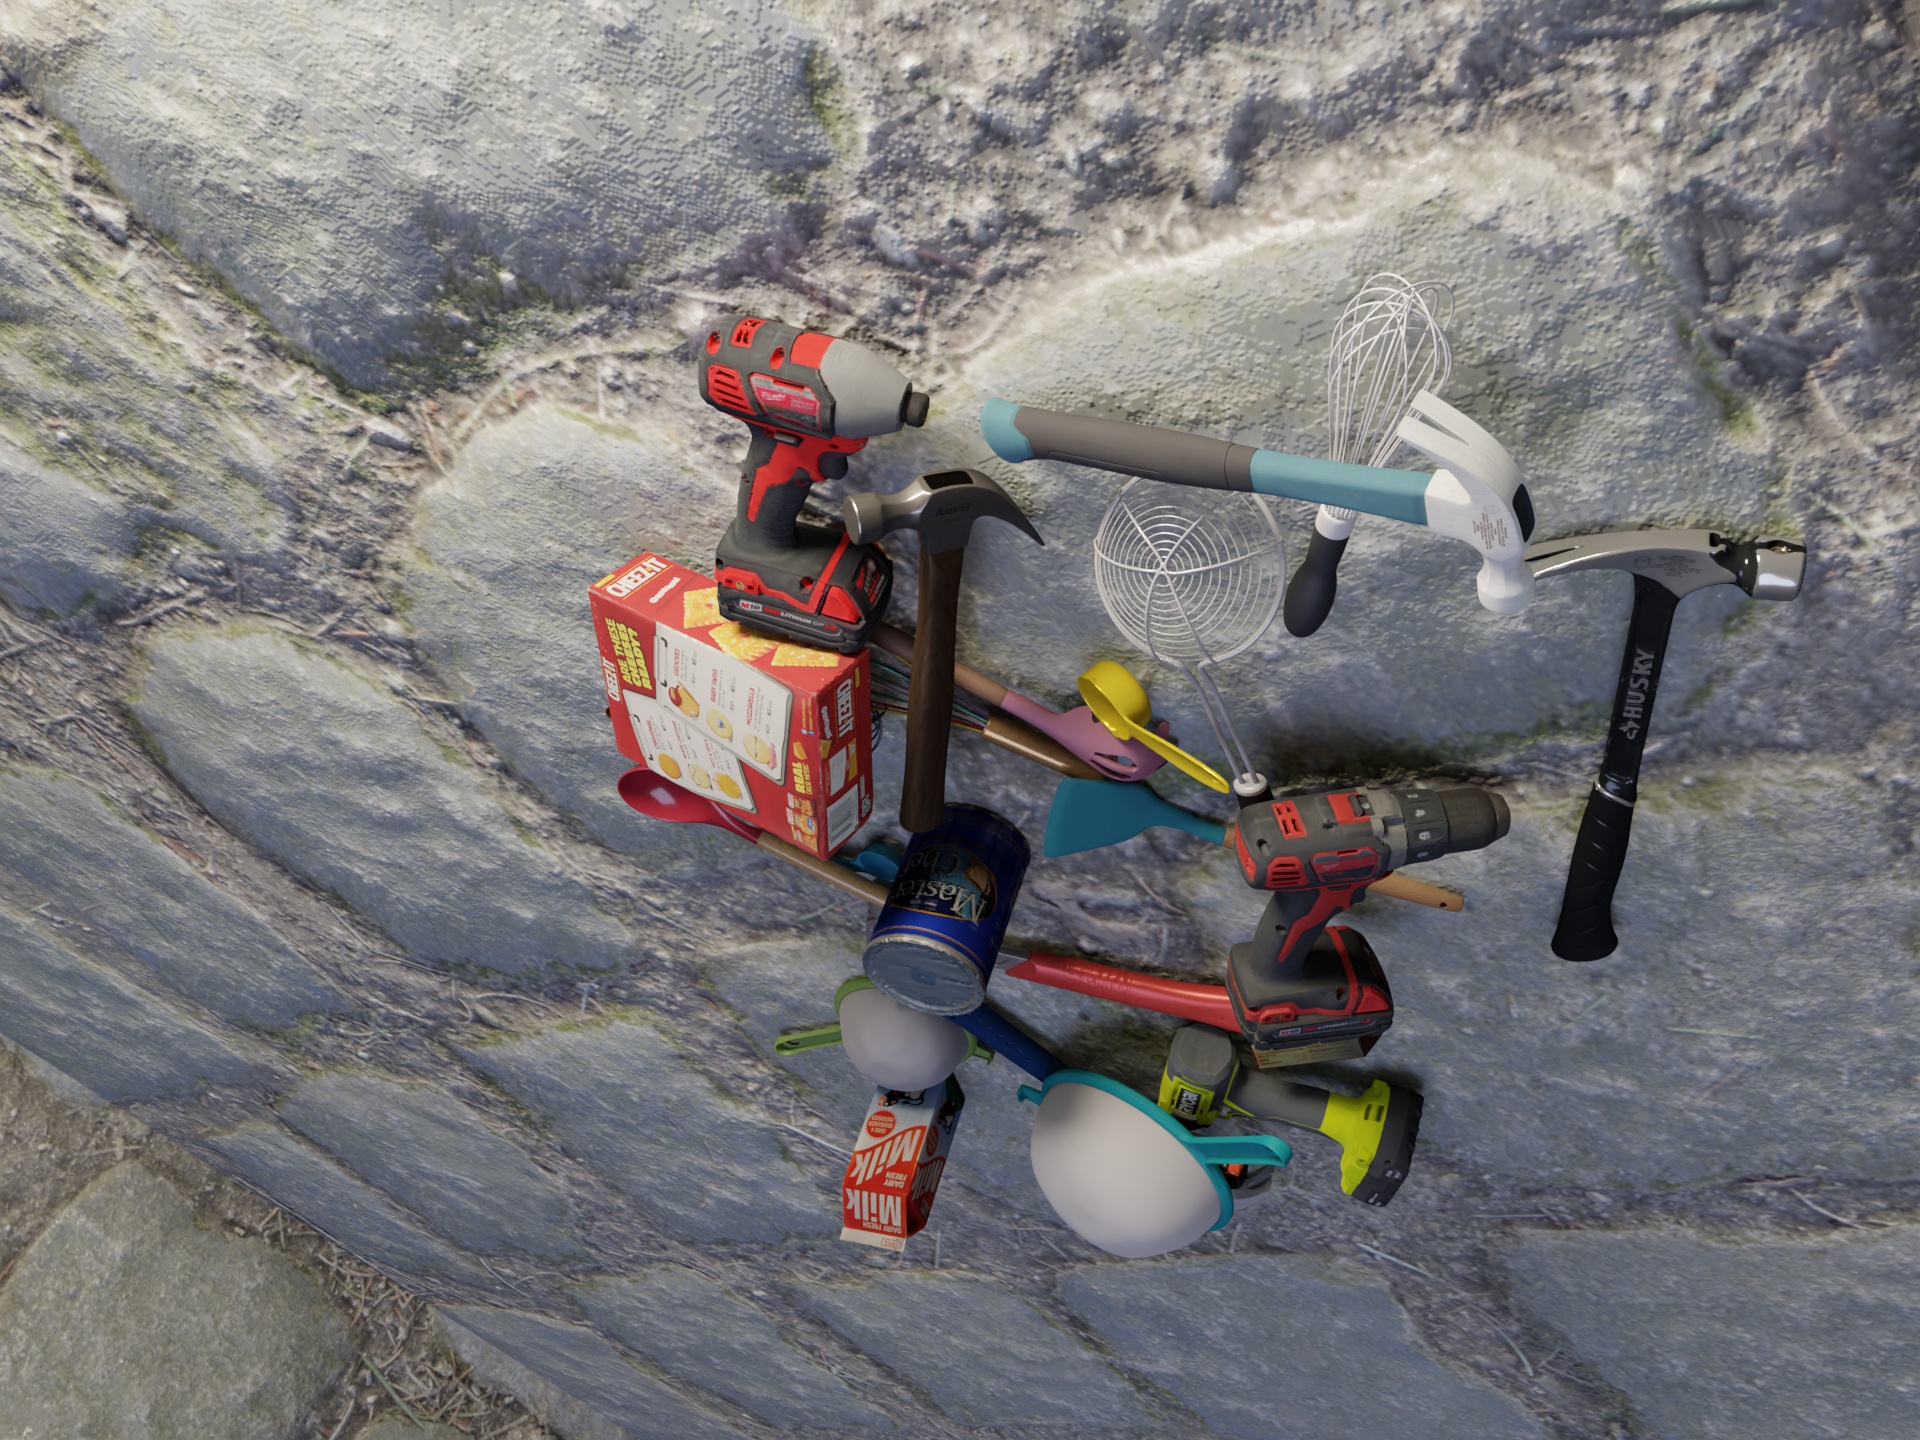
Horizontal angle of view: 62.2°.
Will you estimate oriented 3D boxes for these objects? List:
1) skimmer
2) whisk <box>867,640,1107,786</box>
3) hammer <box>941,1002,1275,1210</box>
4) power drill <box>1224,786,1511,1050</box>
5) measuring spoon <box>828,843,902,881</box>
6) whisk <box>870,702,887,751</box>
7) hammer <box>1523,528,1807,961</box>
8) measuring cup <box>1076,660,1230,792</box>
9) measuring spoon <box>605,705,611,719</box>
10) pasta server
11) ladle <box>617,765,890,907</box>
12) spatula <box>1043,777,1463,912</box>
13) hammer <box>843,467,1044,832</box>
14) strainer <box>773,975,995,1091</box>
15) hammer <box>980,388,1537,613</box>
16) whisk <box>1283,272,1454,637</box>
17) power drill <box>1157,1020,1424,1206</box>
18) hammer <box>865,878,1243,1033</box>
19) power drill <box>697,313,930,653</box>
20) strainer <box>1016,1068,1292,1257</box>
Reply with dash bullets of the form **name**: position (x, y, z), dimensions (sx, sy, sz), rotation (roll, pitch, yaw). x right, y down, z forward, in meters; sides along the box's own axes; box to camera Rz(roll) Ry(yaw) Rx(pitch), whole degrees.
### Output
- **skimmer**: position (0.189, -0.016, 1.077), dimensions (0.127, 0.090, 0.362), rotation (3, 144, 30)
- **whisk**: position (-0.003, -0.002, 1.194), dimensions (0.245, 0.047, 0.051), rotation (24, 140, -7)
- **hammer**: position (0.140, 0.377, 1.570), dimensions (0.405, 0.035, 0.144), rotation (38, 139, -19)
- **power drill**: position (0.283, 0.133, 1.140), dimensions (0.188, 0.080, 0.226), rotation (-7, 134, -5)
- **measuring spoon**: position (-0.099, 0.121, 1.405), dimensions (0.129, 0.021, 0.042), rotation (-2, 137, 40)
- **whisk**: position (-0.156, 0.011, 1.278), dimensions (0.246, 0.059, 0.057), rotation (-7, 113, 38)
- **hammer**: position (0.426, 0.033, 1.041), dimensions (0.149, 0.036, 0.408), rotation (8, 139, 18)
- **measuring cup**: position (0.138, 0.005, 1.083), dimensions (0.157, 0.029, 0.062), rotation (37, 162, 45)
- **measuring spoon**: position (-0.251, -0.020, 1.315), dimensions (0.117, 0.011, 0.021), rotation (-19, 125, 35)
- **pasta server**: position (0.010, -0.034, 1.165), dimensions (0.316, 0.040, 0.060), rotation (27, 141, 0)
- **ladle**: position (-0.152, 0.113, 1.387), dimensions (0.315, 0.031, 0.069), rotation (25, 136, 3)
- **spatula**: position (0.224, 0.104, 1.209), dimensions (0.317, 0.044, 0.082), rotation (15, 128, 6)
- **hammer**: position (-0.017, -0.036, 1.099), dimensions (0.130, 0.031, 0.331), rotation (-15, 140, -18)
- **strainer**: position (-0.103, 0.334, 1.606), dimensions (0.256, 0.069, 0.151), rotation (-18, 127, 37)
- **hammer**: position (0.156, -0.142, 0.899), dimensions (0.331, 0.033, 0.128), rotation (16, 150, 32)
- **whisk**: position (0.227, -0.140, 0.922), dimensions (0.070, 0.070, 0.284), rotation (15, 146, 8)
- **power drill**: position (0.292, 0.359, 1.448), dimensions (0.223, 0.080, 0.171), rotation (17, 147, 12)
- **hammer**: position (0.088, 0.230, 1.421), dimensions (0.359, 0.037, 0.149), rotation (11, 138, 13)
- **power drill**: position (-0.095, -0.154, 1.038), dimensions (0.143, 0.079, 0.219), rotation (15, 138, 8)
- **strainer**: position (0.167, 0.412, 1.415), dimensions (0.211, 0.095, 0.340), rotation (48, 151, -7)
